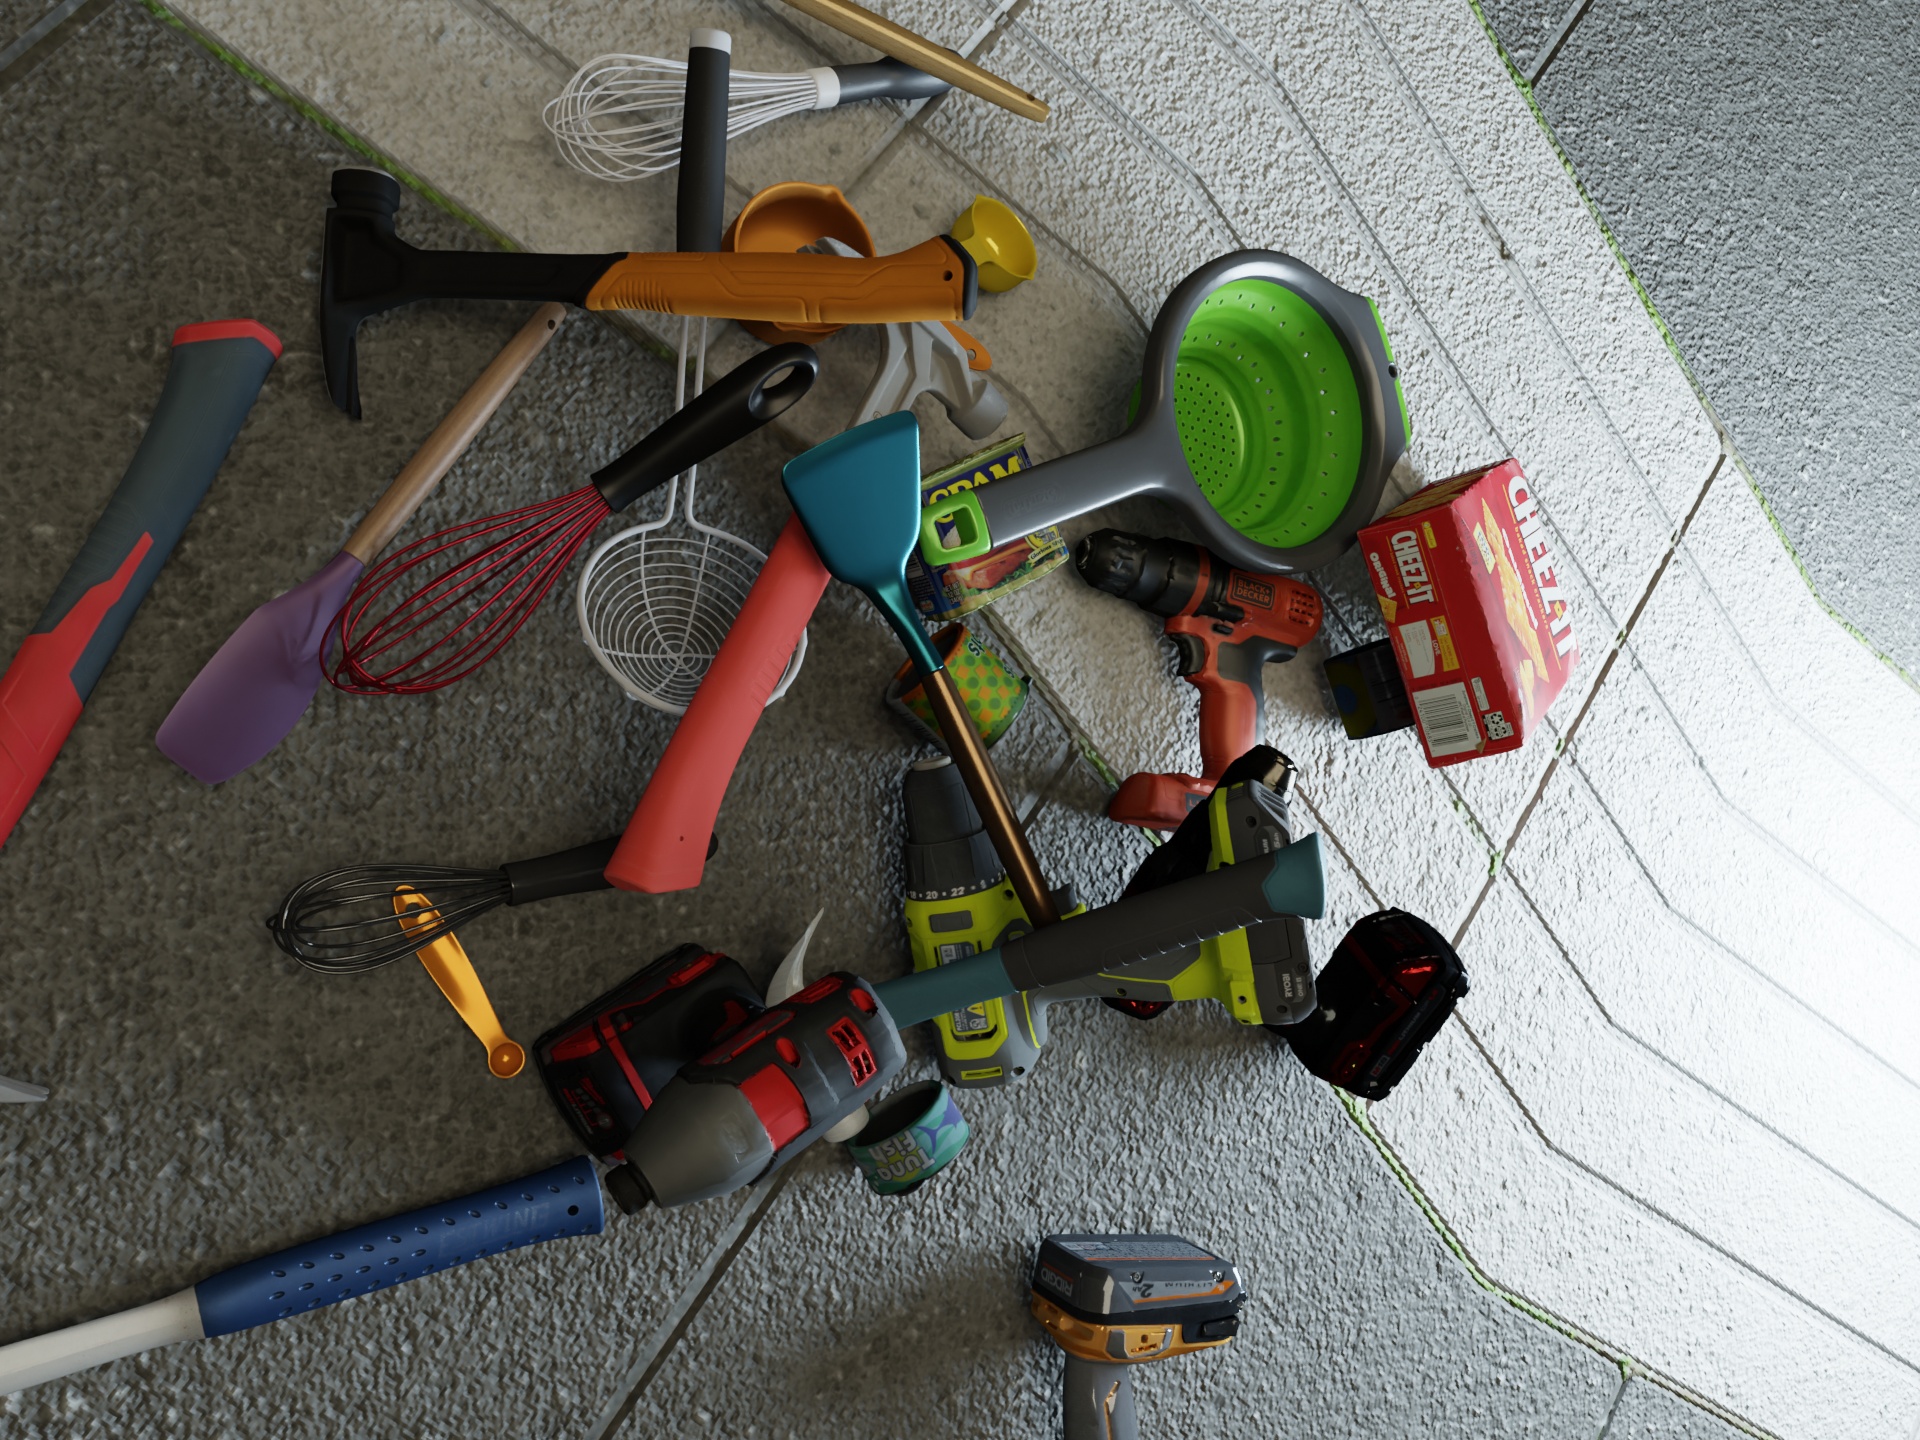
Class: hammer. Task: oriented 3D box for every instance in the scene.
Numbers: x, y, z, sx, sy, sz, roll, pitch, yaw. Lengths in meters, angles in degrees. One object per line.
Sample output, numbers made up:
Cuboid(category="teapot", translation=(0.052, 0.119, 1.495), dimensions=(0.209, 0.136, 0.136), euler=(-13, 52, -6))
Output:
Cuboid(category="hammer", translation=(0.040, 0.129, 0.849), dimensions=(0.128, 0.331, 0.033), euler=(64, 21, -13))
Cuboid(category="hammer", translation=(-0.372, 0.277, 0.752), dimensions=(0.405, 0.035, 0.144), euler=(-11, 91, -27))
Cuboid(category="hammer", translation=(-0.159, -0.217, 0.816), dimensions=(0.337, 0.034, 0.127), euler=(1, 85, 2))
Cuboid(category="hammer", translation=(-0.413, -0.017, 0.754), dimensions=(0.143, 0.038, 0.386), euler=(30, 73, -23))
Cuboid(category="hammer", translation=(-0.097, -0.075, 0.835), dimensions=(0.149, 0.037, 0.359), euler=(37, 67, -30))

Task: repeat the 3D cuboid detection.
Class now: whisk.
Cuboid(category="whisk", translation=(-0.109, -0.364, 0.928), dimensions=(0.284, 0.070, 0.070), euler=(-23, 97, -31))
Cuboid(category="whisk", translation=(-0.234, 0.085, 0.829), dimensions=(0.239, 0.055, 0.055), euler=(-11, 91, -33))
Cuboid(category="whisk", translation=(-0.196, -0.103, 0.803), dimensions=(0.296, 0.073, 0.073), euler=(-34, 103, 0))

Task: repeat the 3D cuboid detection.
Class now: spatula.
Cuboid(category="spatula", translation=(-0.001, -0.003, 0.844), dimensions=(0.082, 0.044, 0.317), euler=(-29, 100, -24))
Cuboid(category="spatula", translation=(-0.298, -0.102, 0.825), dimensions=(0.316, 0.018, 0.059), euler=(-60, 145, -21))

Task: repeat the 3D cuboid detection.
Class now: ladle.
Cuboid(category="ladle", translation=(-0.089, -0.419, 0.927), dimensions=(0.315, 0.031, 0.069), euler=(19, 54, -17))

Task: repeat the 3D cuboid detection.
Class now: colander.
Cuboid(category="colander", translation=(0.113, -0.164, 0.989), dimensions=(0.397, 0.094, 0.204), euler=(-24, 101, -32))

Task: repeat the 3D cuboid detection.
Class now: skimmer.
Cuboid(category="skimmer", translation=(-0.135, -0.185, 0.851), dimensions=(0.127, 0.090, 0.363), euler=(1, 98, -25))

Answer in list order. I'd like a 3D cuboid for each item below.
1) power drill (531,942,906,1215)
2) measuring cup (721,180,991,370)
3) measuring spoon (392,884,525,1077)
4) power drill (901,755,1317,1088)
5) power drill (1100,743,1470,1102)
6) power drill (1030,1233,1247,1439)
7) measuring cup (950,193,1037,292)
Cuboid(category="power drill", translation=(-0.130, 0.176, 0.780), dimensions=(0.143, 0.220, 0.078), euler=(-33, 101, -25))
Cuboid(category="measuring cup", translation=(-0.063, -0.246, 0.943), dimensions=(0.173, 0.052, 0.095), euler=(25, 75, -25))
Cuboid(category="measuring spoon", translation=(-0.264, 0.137, 0.835), dimensions=(0.021, 0.011, 0.117), euler=(-34, 98, -30))
Cuboid(category="power drill", translation=(0.078, 0.103, 0.913), dimensions=(0.228, 0.080, 0.190), euler=(-9, 97, 12))
Cuboid(category="power drill", translation=(0.210, 0.129, 1.003), dimensions=(0.226, 0.080, 0.188), euler=(26, 106, -22))
Cuboid(category="power drill", translation=(0.116, 0.436, 0.967), dimensions=(0.185, 0.084, 0.226), euler=(10, 86, -27))
Cuboid(category="measuring cup", translation=(-0.006, -0.272, 0.957), dimensions=(0.062, 0.029, 0.156), euler=(56, 43, -7))
